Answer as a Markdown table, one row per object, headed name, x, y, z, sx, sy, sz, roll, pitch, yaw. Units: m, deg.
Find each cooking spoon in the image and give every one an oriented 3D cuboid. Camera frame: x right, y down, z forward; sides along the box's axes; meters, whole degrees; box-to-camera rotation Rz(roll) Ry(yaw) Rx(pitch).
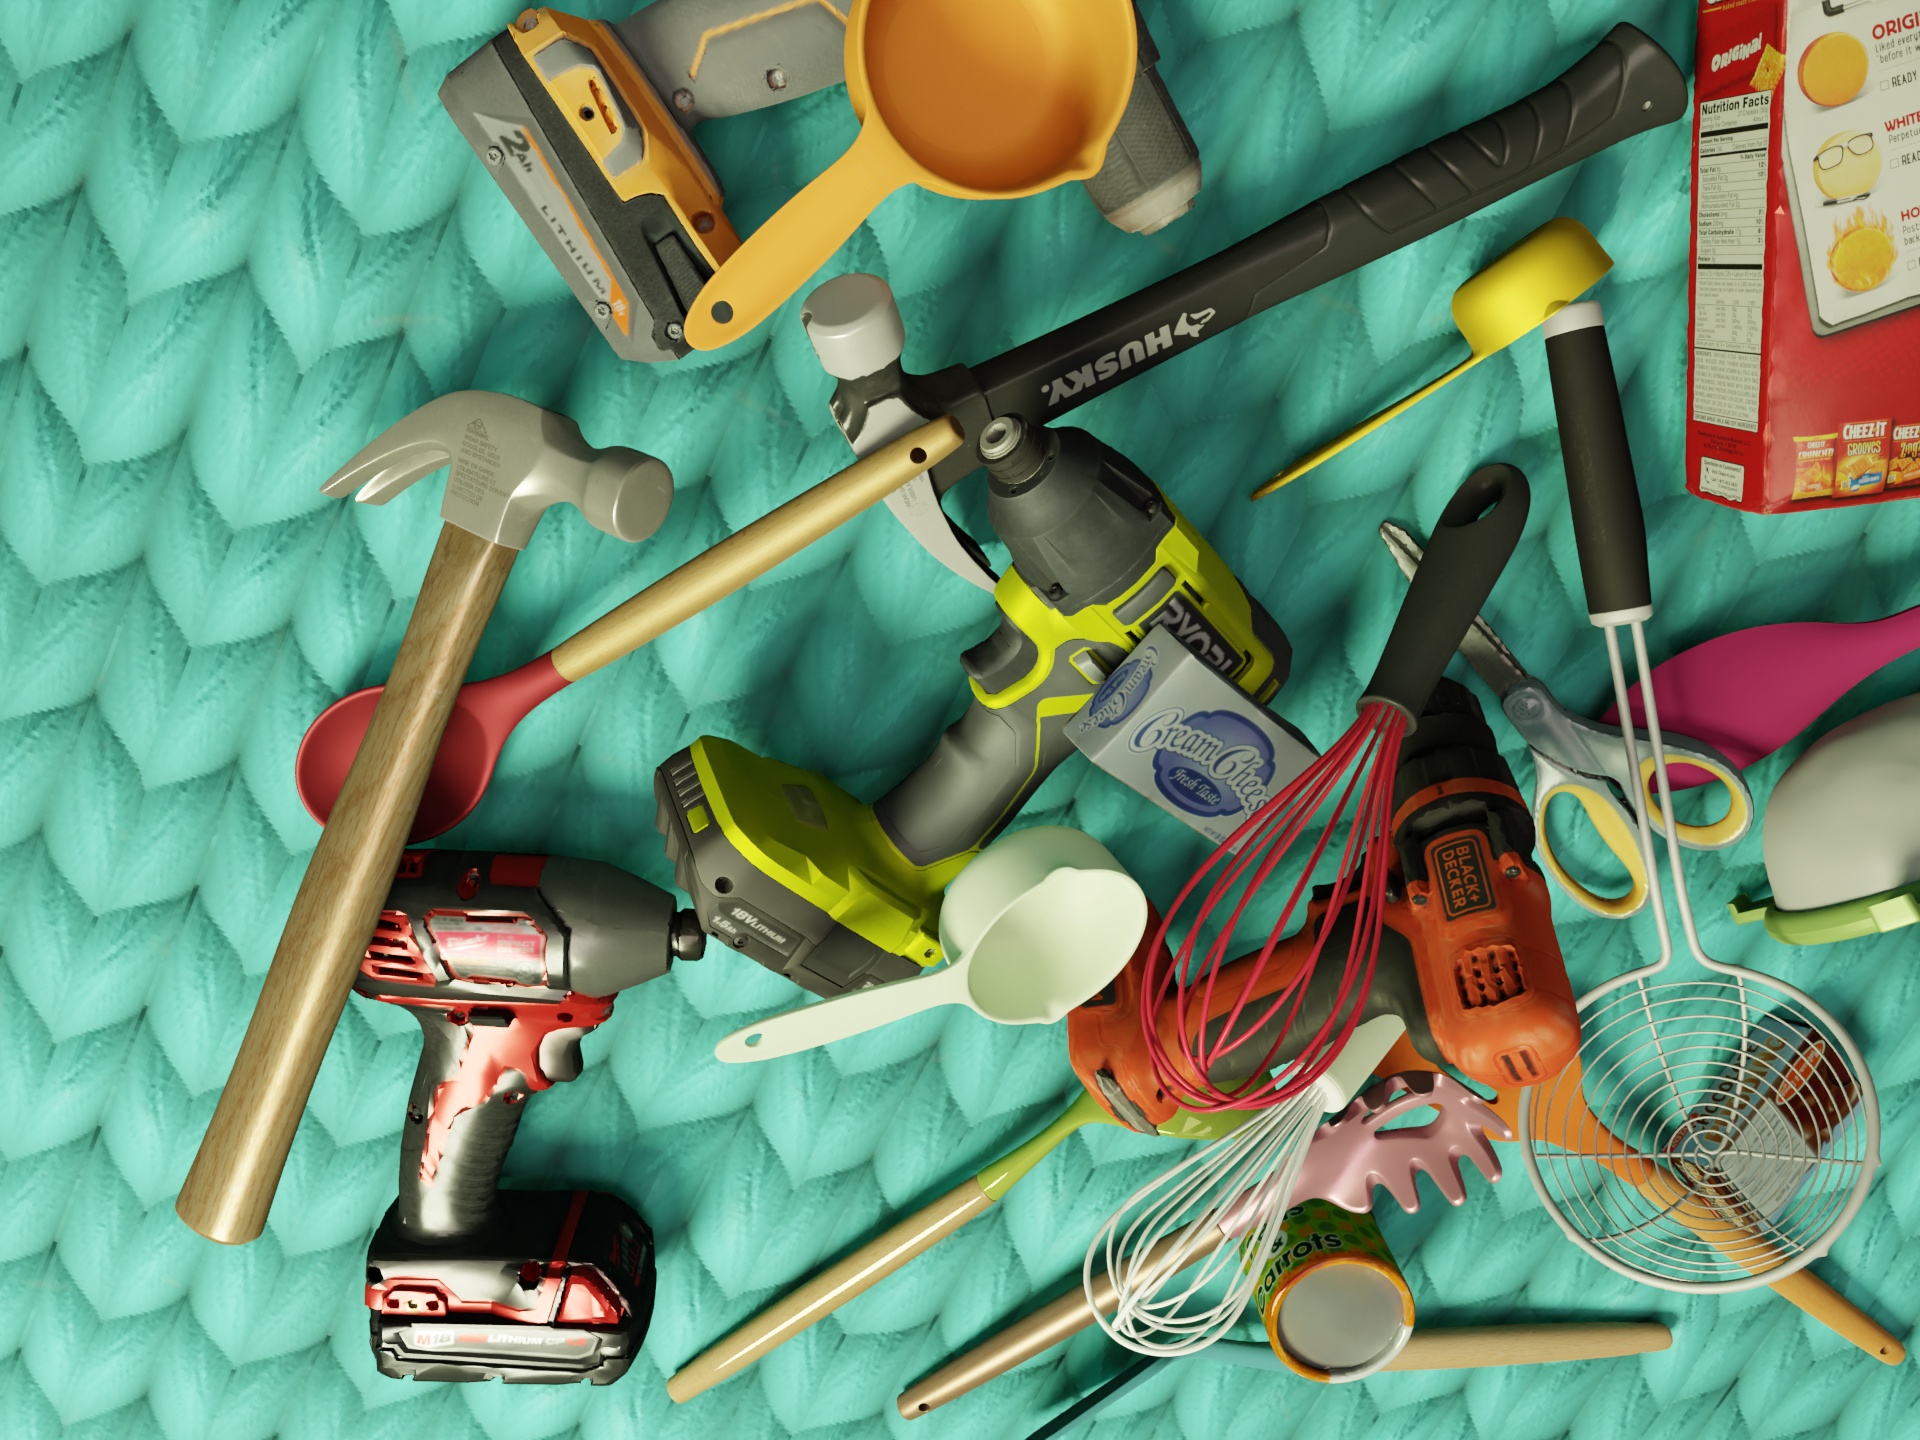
| name | x | y | z | sx | sy | sz | roll | pitch | yaw |
| --- | --- | --- | --- | --- | --- | --- | --- | --- | --- |
| cooking spoon | 0.399 | -0.051 | 0.610 | 0.319 | 0.017 | 0.068 | -30 | 117 | 24 |

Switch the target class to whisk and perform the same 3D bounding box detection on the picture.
| name | x | y | z | sx | sy | sz | roll | pitch | yaw |
| --- | --- | --- | --- | --- | --- | --- | --- | --- | --- |
| whisk | 0.136 | 0.151 | 0.631 | 0.246 | 0.059 | 0.057 | -41 | 147 | -29 |
| whisk | 0.147 | 0.014 | 0.576 | 0.073 | 0.073 | 0.296 | 38 | 65 | -13 |

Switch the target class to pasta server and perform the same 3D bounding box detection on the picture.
| name | x | y | z | sx | sy | sz | roll | pitch | yaw |
| --- | --- | --- | --- | --- | --- | --- | --- | --- | --- |
| pasta server | 0.094 | 0.238 | 0.696 | 0.316 | 0.040 | 0.060 | -36 | 106 | 18 |

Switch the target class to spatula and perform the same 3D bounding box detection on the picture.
| name | x | y | z | sx | sy | sz | roll | pitch | yaw |
| --- | --- | --- | --- | --- | --- | --- | --- | --- | --- |
| spatula | 0.324 | 0.213 | 0.731 | 0.322 | 0.041 | 0.081 | 36 | 101 | -16 |
| spatula | 0.180 | 0.305 | 0.738 | 0.317 | 0.082 | 0.044 | -1 | 64 | -6 |

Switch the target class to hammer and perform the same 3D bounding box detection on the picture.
| name | x | y | z | sx | sy | sz | roll | pitch | yaw |
| --- | --- | --- | --- | --- | --- | --- | --- | --- | --- |
| hammer | -0.219 | 0.037 | 0.587 | 0.130 | 0.031 | 0.331 | 25 | 95 | 24 |
| hammer | 0.114 | -0.161 | 0.582 | 0.335 | 0.035 | 0.146 | -27 | 140 | -3 |

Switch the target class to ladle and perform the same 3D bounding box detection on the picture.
| name | x | y | z | sx | sy | sz | roll | pitch | yaw |
| --- | --- | --- | --- | --- | --- | --- | --- | --- | --- |
| ladle | -0.130 | -0.032 | 0.592 | 0.315 | 0.031 | 0.069 | -27 | 116 | 24 |
| ladle | -0.002 | 0.231 | 0.704 | 0.320 | 0.078 | 0.062 | -37 | 82 | 13 |

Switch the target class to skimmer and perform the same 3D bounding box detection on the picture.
| name | x | y | z | sx | sy | sz | roll | pitch | yaw |
| --- | --- | --- | --- | --- | --- | --- | --- | --- | --- |
| skimmer | 0.253 | 0.023 | 0.598 | 0.127 | 0.090 | 0.363 | -9 | 93 | 35 |

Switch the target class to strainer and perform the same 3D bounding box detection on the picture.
| name | x | y | z | sx | sy | sz | roll | pitch | yaw |
| --- | --- | --- | --- | --- | --- | --- | --- | --- | --- |
| strainer | 0.425 | 0.002 | 0.624 | 0.256 | 0.151 | 0.069 | -28 | 82 | 3 |

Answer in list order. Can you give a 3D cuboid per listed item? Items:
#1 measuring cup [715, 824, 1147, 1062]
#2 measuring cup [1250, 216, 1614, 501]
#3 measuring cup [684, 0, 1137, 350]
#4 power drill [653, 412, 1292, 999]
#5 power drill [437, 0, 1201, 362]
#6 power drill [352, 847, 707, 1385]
| name | x | y | z | sx | sy | sz | roll | pitch | yaw |
| --- | --- | --- | --- | --- | --- | --- | --- | --- | --- |
| measuring cup | -0.013 | 0.085 | 0.583 | 0.167 | 0.038 | 0.083 | -15 | 131 | -17 |
| measuring cup | 0.172 | -0.138 | 0.609 | 0.156 | 0.062 | 0.029 | -33 | 95 | 18 |
| measuring cup | -0.024 | -0.181 | 0.505 | 0.173 | 0.052 | 0.095 | -43 | 110 | 4 |
| power drill | -0.001 | -0.002 | 0.597 | 0.223 | 0.080 | 0.171 | -42 | 134 | 10 |
| power drill | -0.039 | -0.213 | 0.559 | 0.226 | 0.084 | 0.185 | -34 | 107 | 3 |
| power drill | -0.179 | 0.160 | 0.662 | 0.143 | 0.079 | 0.219 | 3 | 106 | -4 |
